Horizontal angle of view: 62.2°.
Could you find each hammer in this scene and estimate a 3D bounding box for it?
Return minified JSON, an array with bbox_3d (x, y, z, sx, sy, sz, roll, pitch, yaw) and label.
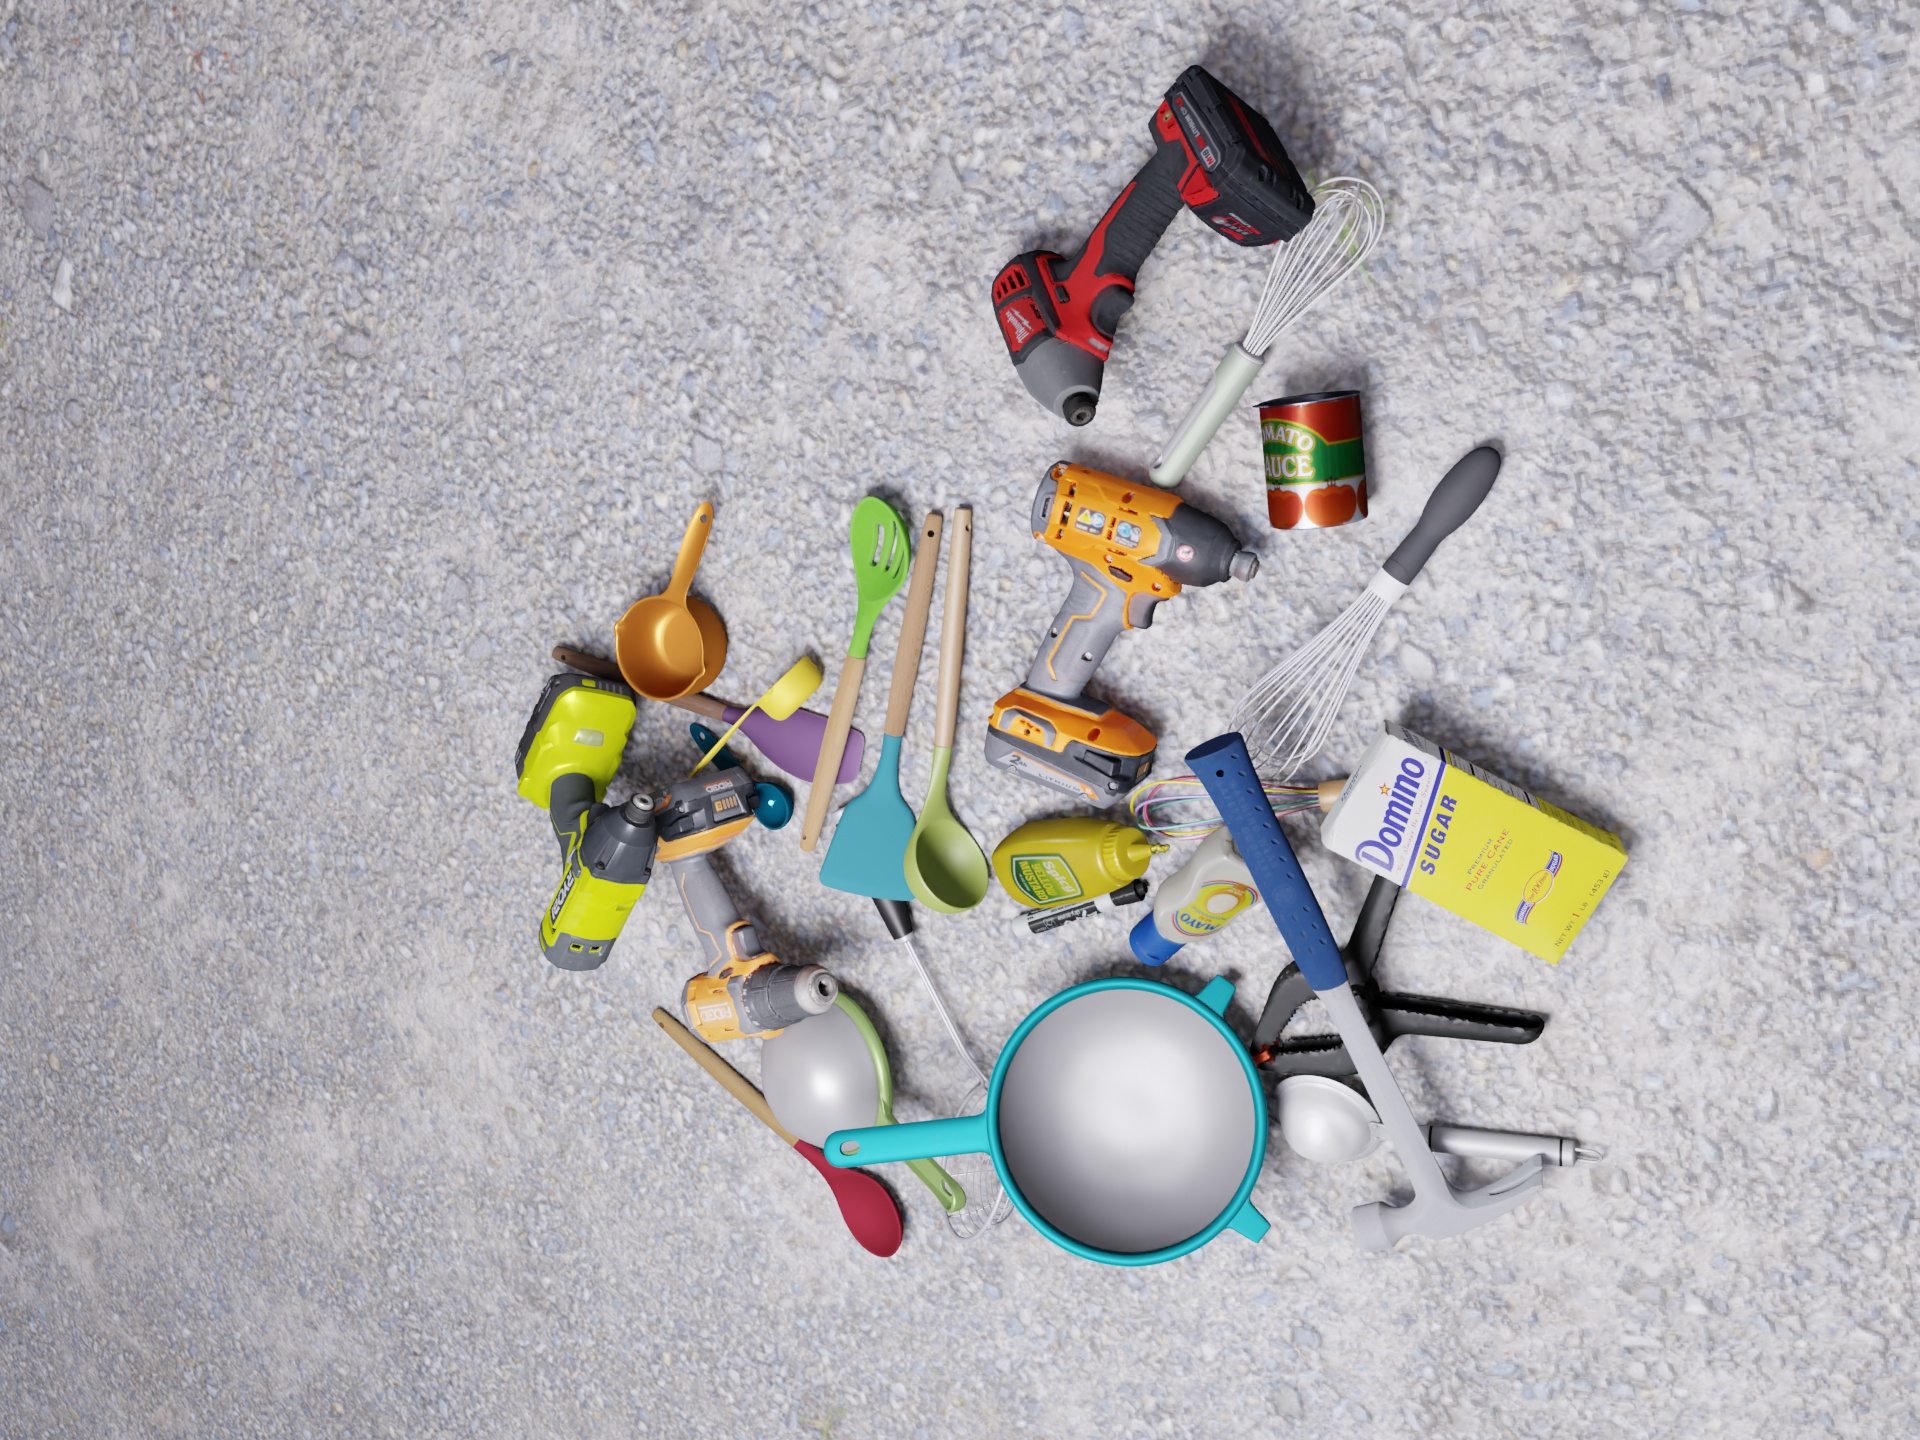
[{"bbox_3d":[0.268,0.190,1.106,0.144,0.035,0.405,-23,103,25],"label":"hammer"}]

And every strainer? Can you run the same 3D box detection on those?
[{"bbox_3d":[0.068,0.315,1.239,0.340,0.095,0.211,-9,77,10],"label":"strainer"},{"bbox_3d":[0.334,0.308,1.173,0.258,0.050,0.086,0,122,24],"label":"strainer"},{"bbox_3d":[-0.097,0.332,1.331,0.257,0.069,0.151,35,121,41],"label":"strainer"}]

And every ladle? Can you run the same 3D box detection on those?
[{"bbox_3d":[-0.002,-0.004,1.239,0.062,0.078,0.320,16,107,39],"label":"ladle"},{"bbox_3d":[-0.169,0.370,1.459,0.315,0.031,0.069,39,121,14],"label":"ladle"}]

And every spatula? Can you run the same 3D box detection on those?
[{"bbox_3d":[-0.048,-0.009,1.266,0.082,0.044,0.317,10,110,-1],"label":"spatula"},{"bbox_3d":[-0.223,-0.011,1.370,0.316,0.018,0.059,19,107,20],"label":"spatula"}]

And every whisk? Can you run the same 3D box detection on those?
[{"bbox_3d":[0.197,-0.253,1.063,0.059,0.058,0.246,24,124,-15],"label":"whisk"},{"bbox_3d":[0.237,0.055,1.141,0.245,0.051,0.047,-8,97,26],"label":"whisk"},{"bbox_3d":[0.271,-0.066,1.079,0.070,0.070,0.284,39,115,11],"label":"whisk"}]

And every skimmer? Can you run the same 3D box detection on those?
[{"bbox_3d":[-0.043,0.248,1.318,0.363,0.090,0.127,64,153,-1],"label":"skimmer"}]

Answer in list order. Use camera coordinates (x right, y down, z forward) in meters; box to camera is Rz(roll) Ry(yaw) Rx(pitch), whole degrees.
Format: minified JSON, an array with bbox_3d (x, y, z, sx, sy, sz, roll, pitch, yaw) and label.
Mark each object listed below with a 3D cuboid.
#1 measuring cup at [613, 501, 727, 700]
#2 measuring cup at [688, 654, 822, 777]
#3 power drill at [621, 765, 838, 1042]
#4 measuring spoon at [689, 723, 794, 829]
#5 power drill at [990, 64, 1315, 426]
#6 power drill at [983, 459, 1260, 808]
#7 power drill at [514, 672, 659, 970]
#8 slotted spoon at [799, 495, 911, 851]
[{"bbox_3d":[-0.225,-0.101,1.328,0.095,0.052,0.173,26,105,19],"label":"measuring cup"},{"bbox_3d":[-0.170,0.006,1.320,0.029,0.062,0.156,44,114,-5],"label":"measuring cup"},{"bbox_3d":[-0.190,0.157,1.335,0.185,0.084,0.226,-18,89,48],"label":"power drill"},{"bbox_3d":[-0.187,0.043,1.374,0.129,0.021,0.042,43,126,20],"label":"measuring spoon"},{"bbox_3d":[0.115,-0.300,1.042,0.219,0.078,0.143,-40,49,32],"label":"power drill"},{"bbox_3d":[0.114,-0.057,1.148,0.164,0.084,0.226,21,110,20],"label":"power drill"},{"bbox_3d":[-0.303,0.070,1.312,0.171,0.080,0.223,-58,36,30],"label":"power drill"},{"bbox_3d":[-0.091,-0.031,1.282,0.070,0.031,0.313,34,119,37],"label":"slotted spoon"}]
